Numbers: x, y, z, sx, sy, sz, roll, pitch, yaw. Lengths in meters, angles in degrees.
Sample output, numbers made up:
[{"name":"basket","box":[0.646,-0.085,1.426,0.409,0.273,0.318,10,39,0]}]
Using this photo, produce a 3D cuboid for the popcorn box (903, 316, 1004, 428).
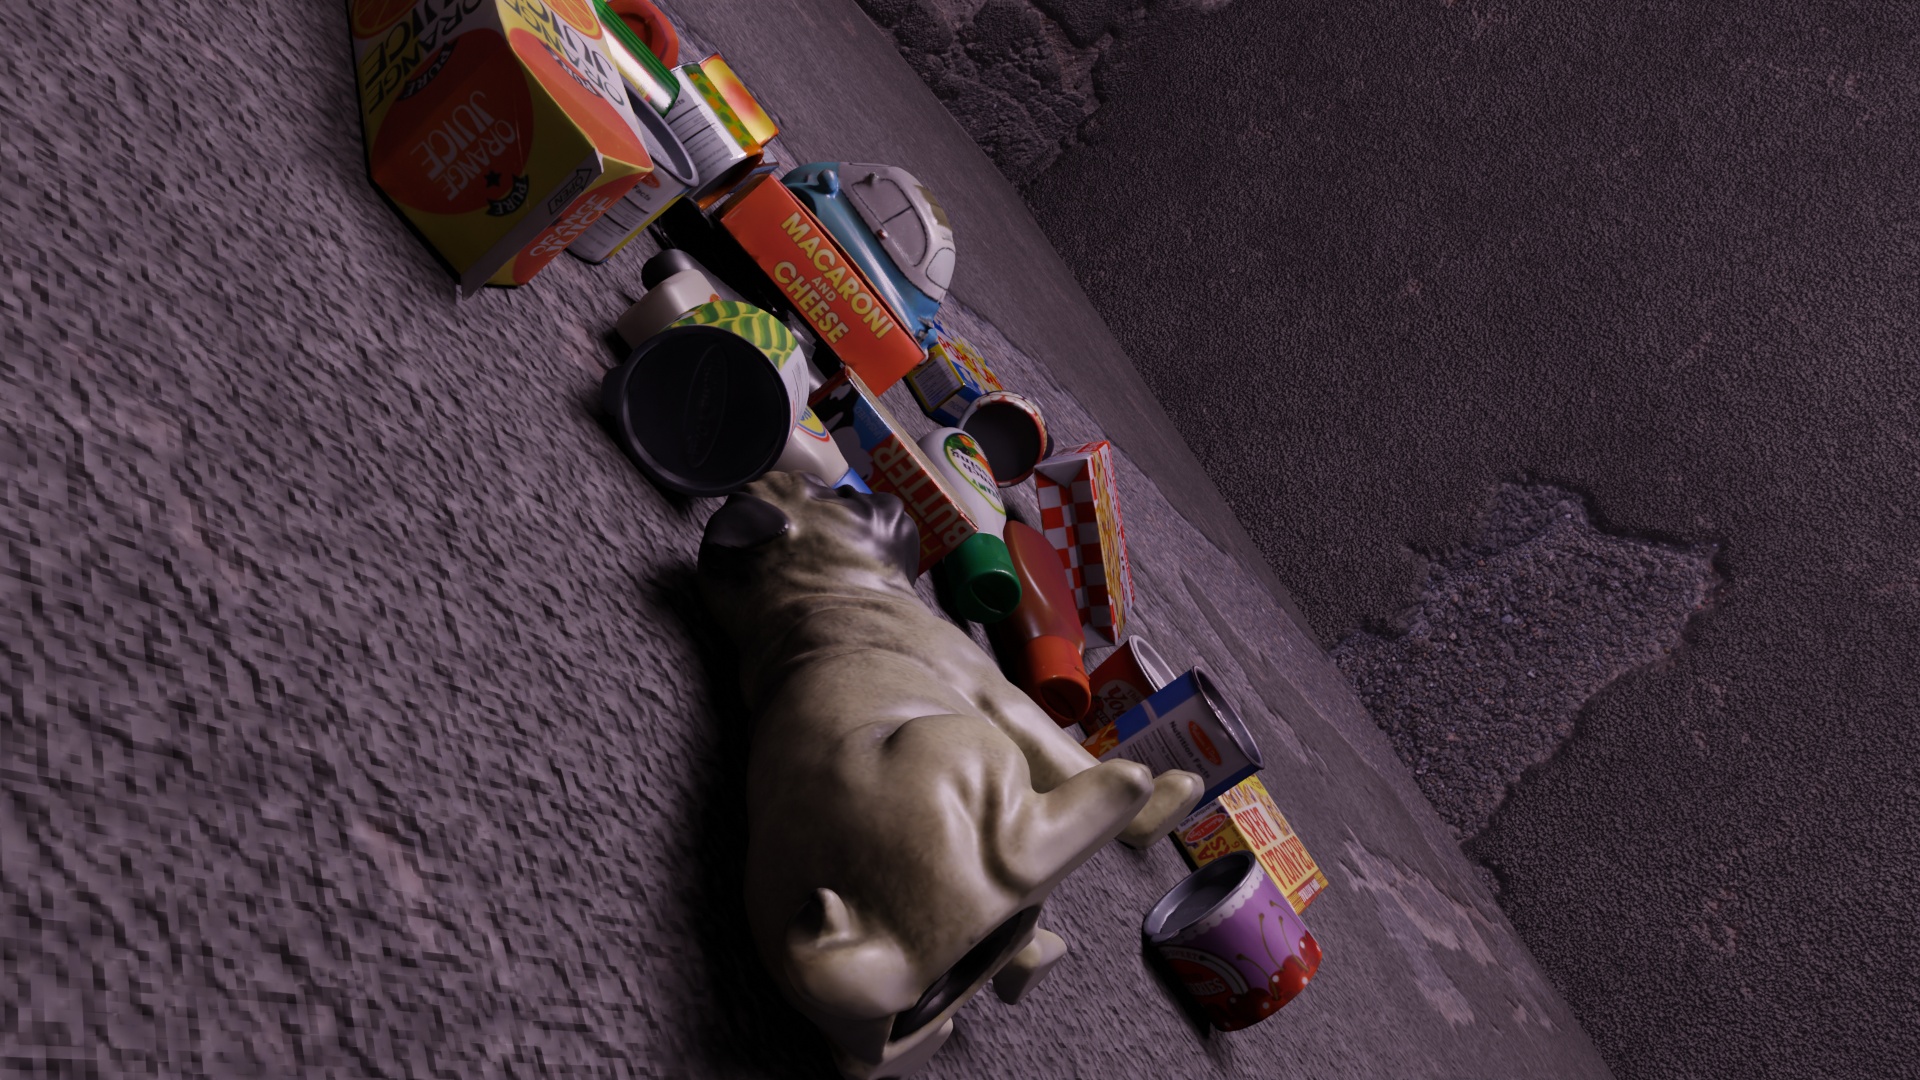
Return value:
[{"name":"popcorn box","box":[-0.006,-0.124,1.059,0.085,0.038,0.126,58,14,21]}]

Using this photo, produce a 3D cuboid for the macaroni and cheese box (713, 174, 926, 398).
[{"name":"macaroni and cheese box","box":[-0.084,-0.149,0.786,0.123,0.040,0.167,48,1,-18]}]

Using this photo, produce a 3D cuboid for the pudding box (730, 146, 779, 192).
[{"name":"pudding box","box":[-0.154,-0.260,0.922,0.049,0.030,0.084,52,14,-10]}]

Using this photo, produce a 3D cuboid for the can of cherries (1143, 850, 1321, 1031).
[{"name":"can of cherries","box":[0.131,0.196,0.675,0.058,0.071,0.071,54,13,0]}]

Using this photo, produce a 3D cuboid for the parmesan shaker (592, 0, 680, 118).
[{"name":"parmesan shaker","box":[-0.189,-0.234,0.654,0.103,0.071,0.071,44,16,-35]}]

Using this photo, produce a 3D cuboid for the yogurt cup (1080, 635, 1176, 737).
[{"name":"yogurt cup","box":[0.103,0.099,0.839,0.072,0.054,0.072,49,14,-16]}]

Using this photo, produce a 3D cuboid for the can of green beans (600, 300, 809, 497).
[{"name":"can of green beans","box":[-0.095,-0.057,0.540,0.071,0.071,0.058,50,13,-14]}]

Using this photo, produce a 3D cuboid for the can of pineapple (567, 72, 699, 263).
[{"name":"can of pineapple","box":[-0.159,-0.166,0.614,0.071,0.058,0.071,50,14,-16]}]

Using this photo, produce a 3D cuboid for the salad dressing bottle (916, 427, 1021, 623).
[{"name":"salad dressing bottle","box":[0.003,-0.010,0.796,0.064,0.044,0.148,42,18,-32]}]

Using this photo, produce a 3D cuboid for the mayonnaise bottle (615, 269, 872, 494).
[{"name":"mayonnaise bottle","box":[-0.085,-0.049,0.606,0.148,0.041,0.065,50,12,-11]}]

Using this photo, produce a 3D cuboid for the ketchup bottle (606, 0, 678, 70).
[{"name":"ketchup bottle","box":[-0.187,-0.270,0.779,0.043,0.064,0.149,51,5,-17]}]

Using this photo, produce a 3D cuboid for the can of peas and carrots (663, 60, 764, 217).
[{"name":"can of peas and carrots","box":[-0.148,-0.213,0.750,0.058,0.071,0.071,53,13,-7]}]

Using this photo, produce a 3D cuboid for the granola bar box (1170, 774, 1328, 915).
[{"name":"granola bar box","box":[0.178,0.188,0.899,0.124,0.039,0.165,57,14,18]}]

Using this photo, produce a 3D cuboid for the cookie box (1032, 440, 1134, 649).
[{"name":"cookie box","box":[0.087,-0.001,0.963,0.168,0.040,0.122,-36,117,-77]}]

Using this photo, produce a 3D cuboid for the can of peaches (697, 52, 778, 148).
[{"name":"can of peaches","box":[-0.151,-0.242,0.818,0.058,0.071,0.071,50,14,-16]}]

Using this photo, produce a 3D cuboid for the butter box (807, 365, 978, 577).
[{"name":"butter box","box":[-0.042,-0.029,0.676,0.103,0.053,0.024,50,11,-19]}]

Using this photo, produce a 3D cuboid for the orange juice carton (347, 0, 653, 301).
[{"name":"orange juice carton","box":[-0.178,-0.169,0.532,0.073,0.071,0.193,37,20,-48]}]

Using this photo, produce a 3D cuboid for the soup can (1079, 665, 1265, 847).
[{"name":"soup can","box":[0.114,0.118,0.762,0.071,0.083,0.071,50,14,-17]}]

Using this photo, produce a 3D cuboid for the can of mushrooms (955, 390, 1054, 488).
[{"name":"can of mushrooms","box":[0.031,-0.071,0.988,0.071,0.071,0.033,52,14,-6]}]

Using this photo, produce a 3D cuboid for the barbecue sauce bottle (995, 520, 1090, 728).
[{"name":"barbecue sauce bottle","box":[0.044,0.048,0.792,0.064,0.043,0.149,46,16,-26]}]
